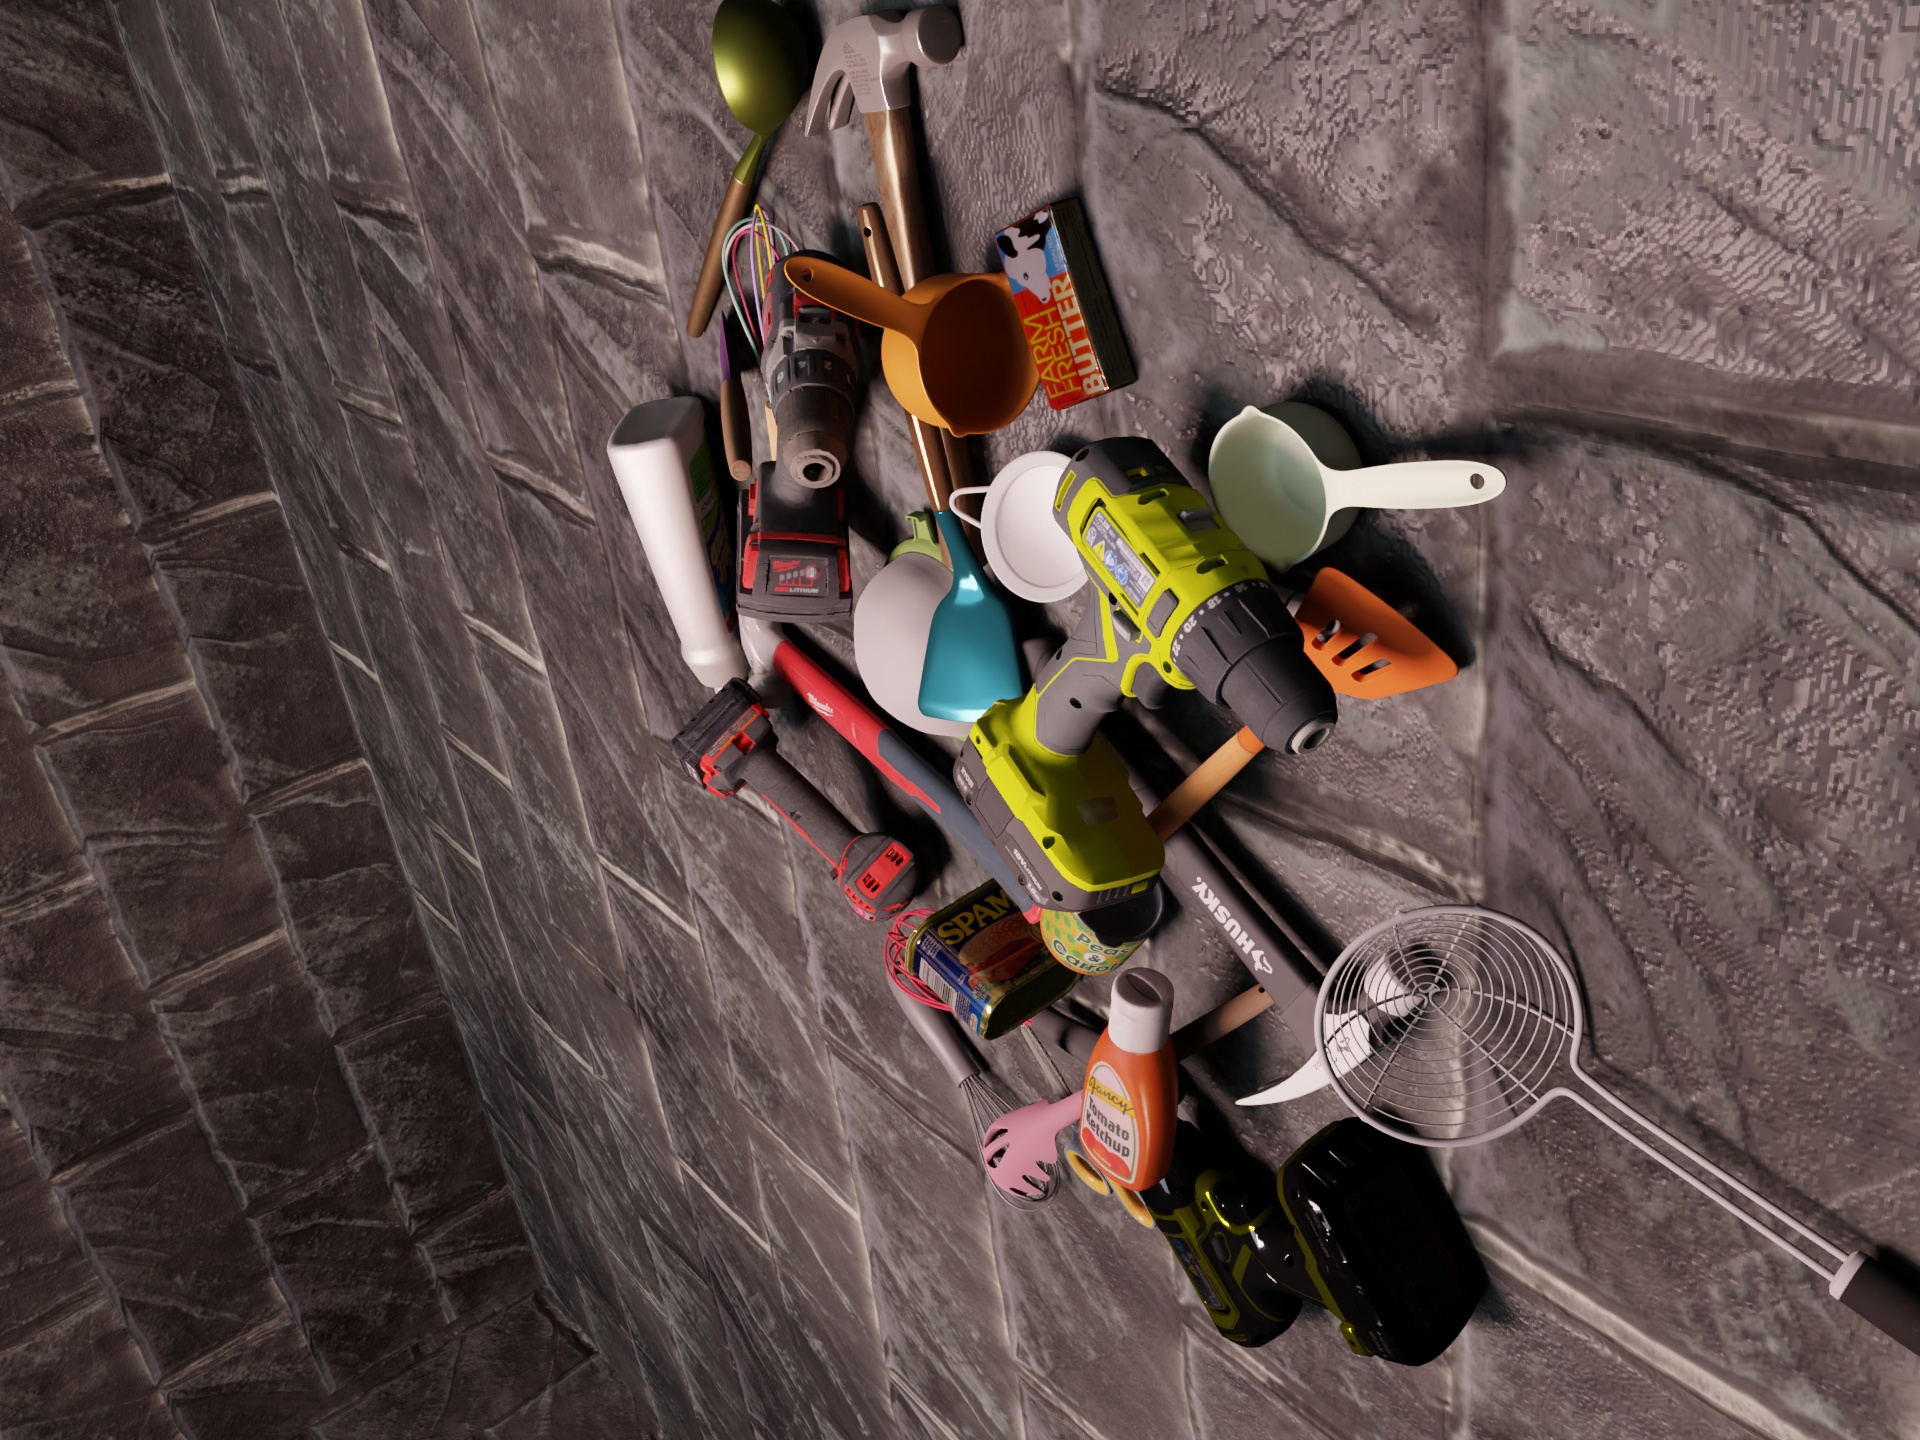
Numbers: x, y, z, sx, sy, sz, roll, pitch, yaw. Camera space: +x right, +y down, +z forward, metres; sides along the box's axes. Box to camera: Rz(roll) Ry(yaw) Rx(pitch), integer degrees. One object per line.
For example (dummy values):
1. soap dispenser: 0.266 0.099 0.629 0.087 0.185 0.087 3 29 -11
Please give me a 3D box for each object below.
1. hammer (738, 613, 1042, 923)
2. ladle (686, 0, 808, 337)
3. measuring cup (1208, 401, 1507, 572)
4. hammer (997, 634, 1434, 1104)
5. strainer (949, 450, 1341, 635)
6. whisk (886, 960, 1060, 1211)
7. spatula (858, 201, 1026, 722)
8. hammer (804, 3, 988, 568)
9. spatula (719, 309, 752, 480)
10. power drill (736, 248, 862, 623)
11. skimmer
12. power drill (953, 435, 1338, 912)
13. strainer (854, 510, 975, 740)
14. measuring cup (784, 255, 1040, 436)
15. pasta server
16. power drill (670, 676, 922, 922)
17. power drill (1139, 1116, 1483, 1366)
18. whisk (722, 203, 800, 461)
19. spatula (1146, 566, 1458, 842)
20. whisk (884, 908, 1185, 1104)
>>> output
1. hammer: -0.051 0.014 1.175 0.387 0.038 0.143 40 143 38
2. ladle: -0.163 -0.356 1.074 0.320 0.062 0.078 133 152 -62
3. measuring cup: 0.187 -0.112 0.733 0.168 0.038 0.083 8 119 53
4. hammer: 0.125 0.075 0.947 0.335 0.035 0.146 52 133 25
5. strainer: 0.100 -0.089 0.879 0.259 0.050 0.087 26 112 39
6. whisk: 0.004 0.295 1.303 0.239 0.055 0.055 54 148 26
7. spatula: -0.020 -0.149 0.959 0.082 0.044 0.317 3 119 34
8. hammer: -0.025 -0.249 0.962 0.130 0.031 0.331 21 129 49
9. spatula: -0.151 -0.216 1.053 0.316 0.018 0.059 -109 10 -61
10. power drill: -0.101 -0.161 1.024 0.226 0.080 0.188 102 166 -49
11. skimmer: 0.326 0.210 0.702 0.364 0.090 0.127 35 107 36
12. power drill: 0.091 -0.005 0.824 0.191 0.080 0.228 56 140 31
13. strainer: -0.002 -0.003 1.068 0.256 0.069 0.151 55 148 19
14. measuring cup: -0.034 -0.218 0.875 0.052 0.173 0.095 23 96 53
15. pasta server: 0.108 0.239 1.045 0.316 0.040 0.060 -42 44 39
16. power drill: -0.122 0.074 1.264 0.220 0.078 0.143 42 168 6
17. power drill: 0.196 0.311 0.984 0.171 0.080 0.223 60 151 -1
18. whisk: -0.130 -0.241 1.120 0.047 0.051 0.244 31 139 35
19. spatula: 0.139 0.029 0.862 0.081 0.041 0.322 39 134 -1
20. whisk: 0.046 0.210 1.165 0.296 0.073 0.073 23 130 41
